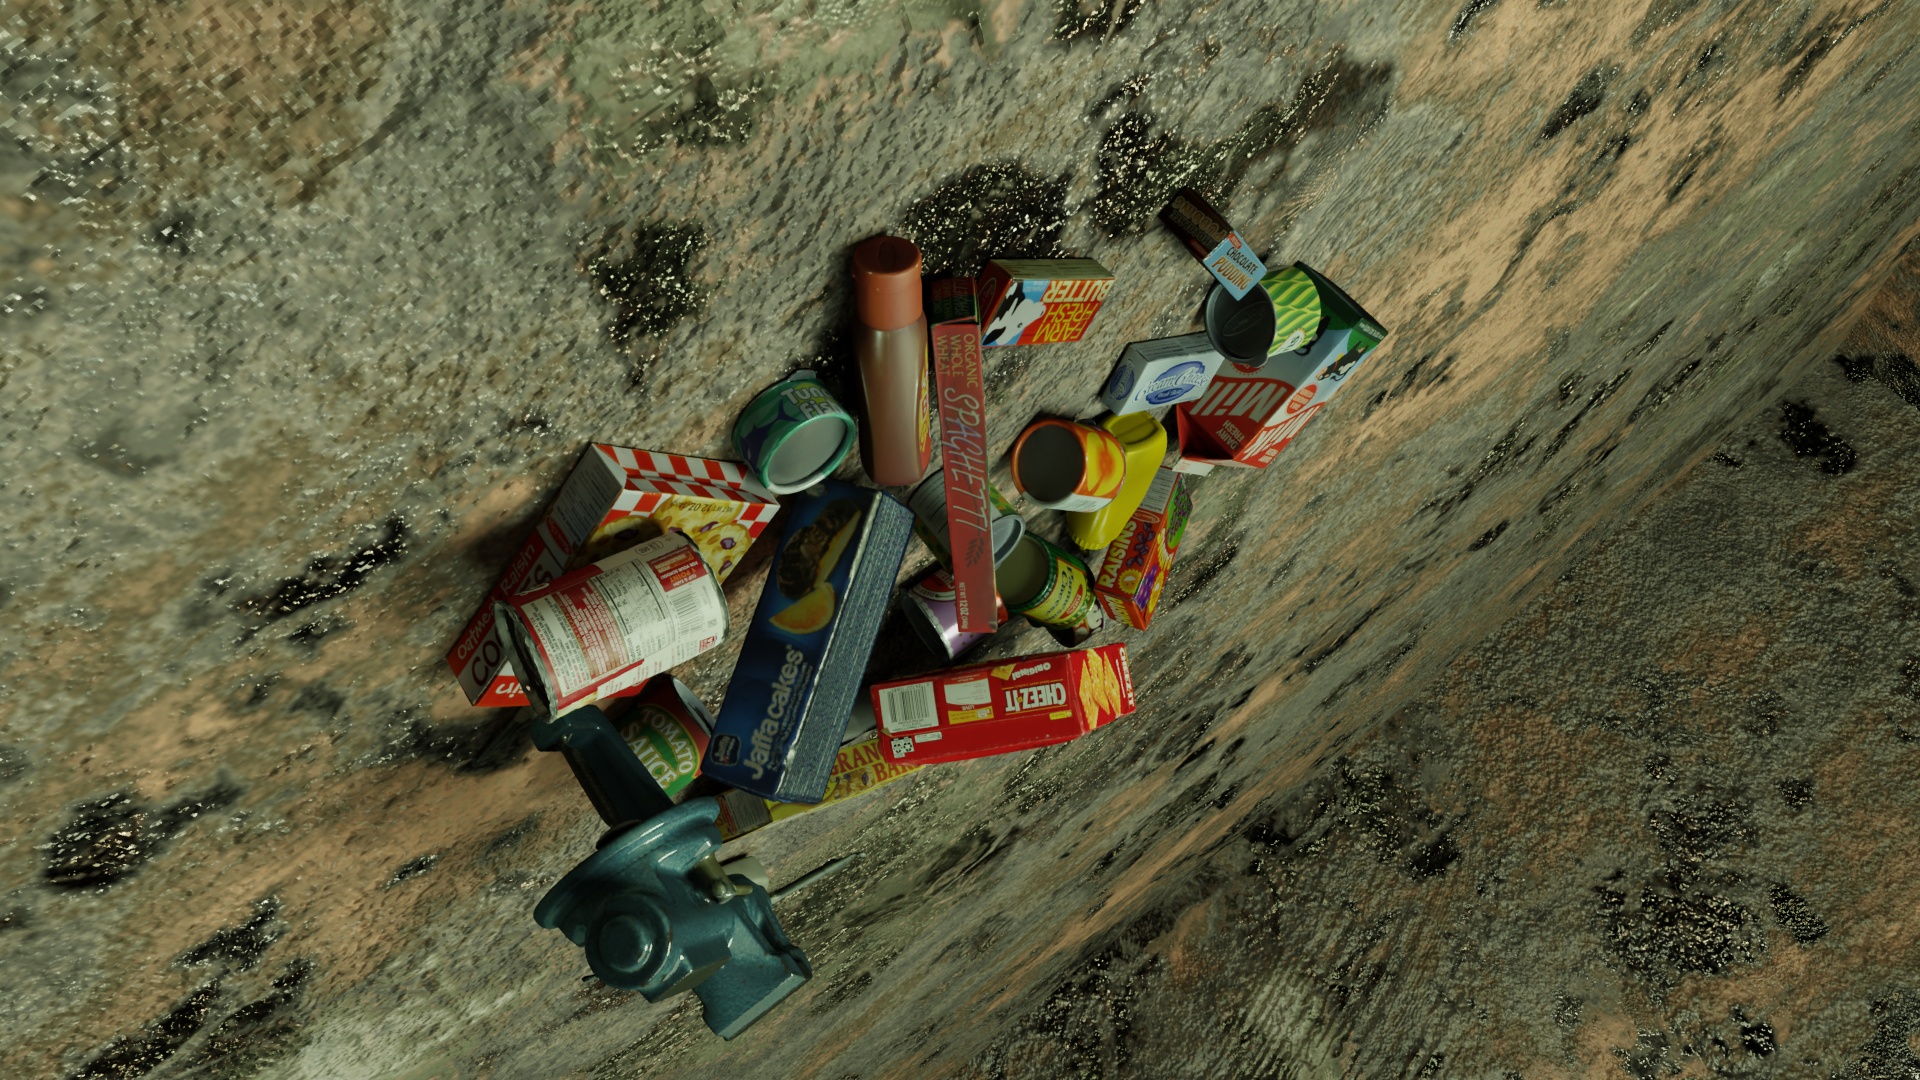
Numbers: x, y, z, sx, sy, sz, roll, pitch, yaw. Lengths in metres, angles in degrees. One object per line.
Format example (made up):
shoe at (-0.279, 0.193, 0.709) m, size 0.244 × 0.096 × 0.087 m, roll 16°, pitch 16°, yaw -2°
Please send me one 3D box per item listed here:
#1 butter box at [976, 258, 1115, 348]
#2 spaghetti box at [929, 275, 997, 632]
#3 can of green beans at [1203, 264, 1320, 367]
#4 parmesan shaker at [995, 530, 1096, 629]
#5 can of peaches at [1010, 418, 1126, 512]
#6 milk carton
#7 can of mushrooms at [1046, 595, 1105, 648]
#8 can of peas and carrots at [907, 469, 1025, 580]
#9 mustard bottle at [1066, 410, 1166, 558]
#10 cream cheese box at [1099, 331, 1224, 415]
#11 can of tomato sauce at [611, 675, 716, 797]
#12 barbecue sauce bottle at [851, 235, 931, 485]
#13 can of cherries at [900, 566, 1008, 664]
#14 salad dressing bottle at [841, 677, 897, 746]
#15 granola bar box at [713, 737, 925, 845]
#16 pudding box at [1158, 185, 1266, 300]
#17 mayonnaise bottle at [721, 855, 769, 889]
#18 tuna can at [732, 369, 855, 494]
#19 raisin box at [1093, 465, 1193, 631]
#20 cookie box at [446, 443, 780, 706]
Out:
butter box at (0.049, -0.150, 0.873) m, size 0.104 × 0.024 × 0.052 m, roll -12°, pitch 142°, yaw -45°
spaghetti box at (0.004, -0.046, 0.870) m, size 0.029 × 0.050 × 0.248 m, roll -4°, pitch 131°, yaw 1°
can of green beans at (0.225, -0.169, 1.036) m, size 0.058 × 0.071 × 0.071 m, roll -19°, pitch 147°, yaw -38°
parmesan shaker at (0.062, 0.036, 1.140) m, size 0.071 × 0.071 × 0.103 m, roll -45°, pitch 154°, yaw 10°
can of peaches at (0.079, -0.057, 1.020) m, size 0.058 × 0.071 × 0.071 m, roll 3°, pitch 131°, yaw -55°
milk carton at (0.248, -0.125, 1.130) m, size 0.190 × 0.073 × 0.072 m, roll -50°, pitch 153°, yaw 21°
can of mushrooms at (0.095, 0.059, 1.223) m, size 0.033 × 0.071 × 0.070 m, roll -29°, pitch 152°, yaw -20°
can of peas and carrots at (0.004, -0.012, 0.993) m, size 0.071 × 0.059 × 0.070 m, roll -32°, pitch 154°, yaw -17°
mustard bottle at (0.116, -0.037, 1.120) m, size 0.065 × 0.049 × 0.159 m, roll -26°, pitch 152°, yaw -32°
cream cheese box at (0.156, -0.128, 1.057) m, size 0.104 × 0.024 × 0.053 m, roll -16°, pitch 144°, yaw -42°
can of tomato sauce at (-0.209, 0.143, 0.941) m, size 0.083 × 0.071 × 0.071 m, roll -38°, pitch 155°, yaw -4°
barbecue sauce bottle at (-0.040, -0.102, 0.791) m, size 0.044 × 0.065 × 0.147 m, roll -2°, pitch 138°, yaw -2°
can of cherries at (-0.006, 0.051, 1.078) m, size 0.058 × 0.071 × 0.071 m, roll -33°, pitch 154°, yaw -15°
salad dressing bottle at (-0.097, 0.142, 1.124) m, size 0.148 × 0.044 × 0.064 m, roll -9°, pitch 144°, yaw -50°
granola bar box at (-0.128, 0.204, 1.131) m, size 0.166 × 0.039 × 0.123 m, roll -11°, pitch 167°, yaw -46°
pudding box at (0.171, -0.198, 0.933) m, size 0.030 × 0.050 × 0.083 m, roll -45°, pitch 154°, yaw 13°
mayonnaise bottle at (-0.241, 0.323, 1.222) m, size 0.148 × 0.041 × 0.064 m, roll -8°, pitch 138°, yaw -47°
tuna can at (-0.095, -0.062, 0.807) m, size 0.071 × 0.033 × 0.070 m, roll -32°, pitch 154°, yaw -18°
raisin box at (0.159, 0.006, 1.194) m, size 0.123 × 0.040 × 0.086 m, roll -67°, pitch 159°, yaw -14°
cookie box at (-0.198, 0.025, 0.797) m, size 0.167 × 0.040 × 0.123 m, roll -50°, pitch 153°, yaw 21°
